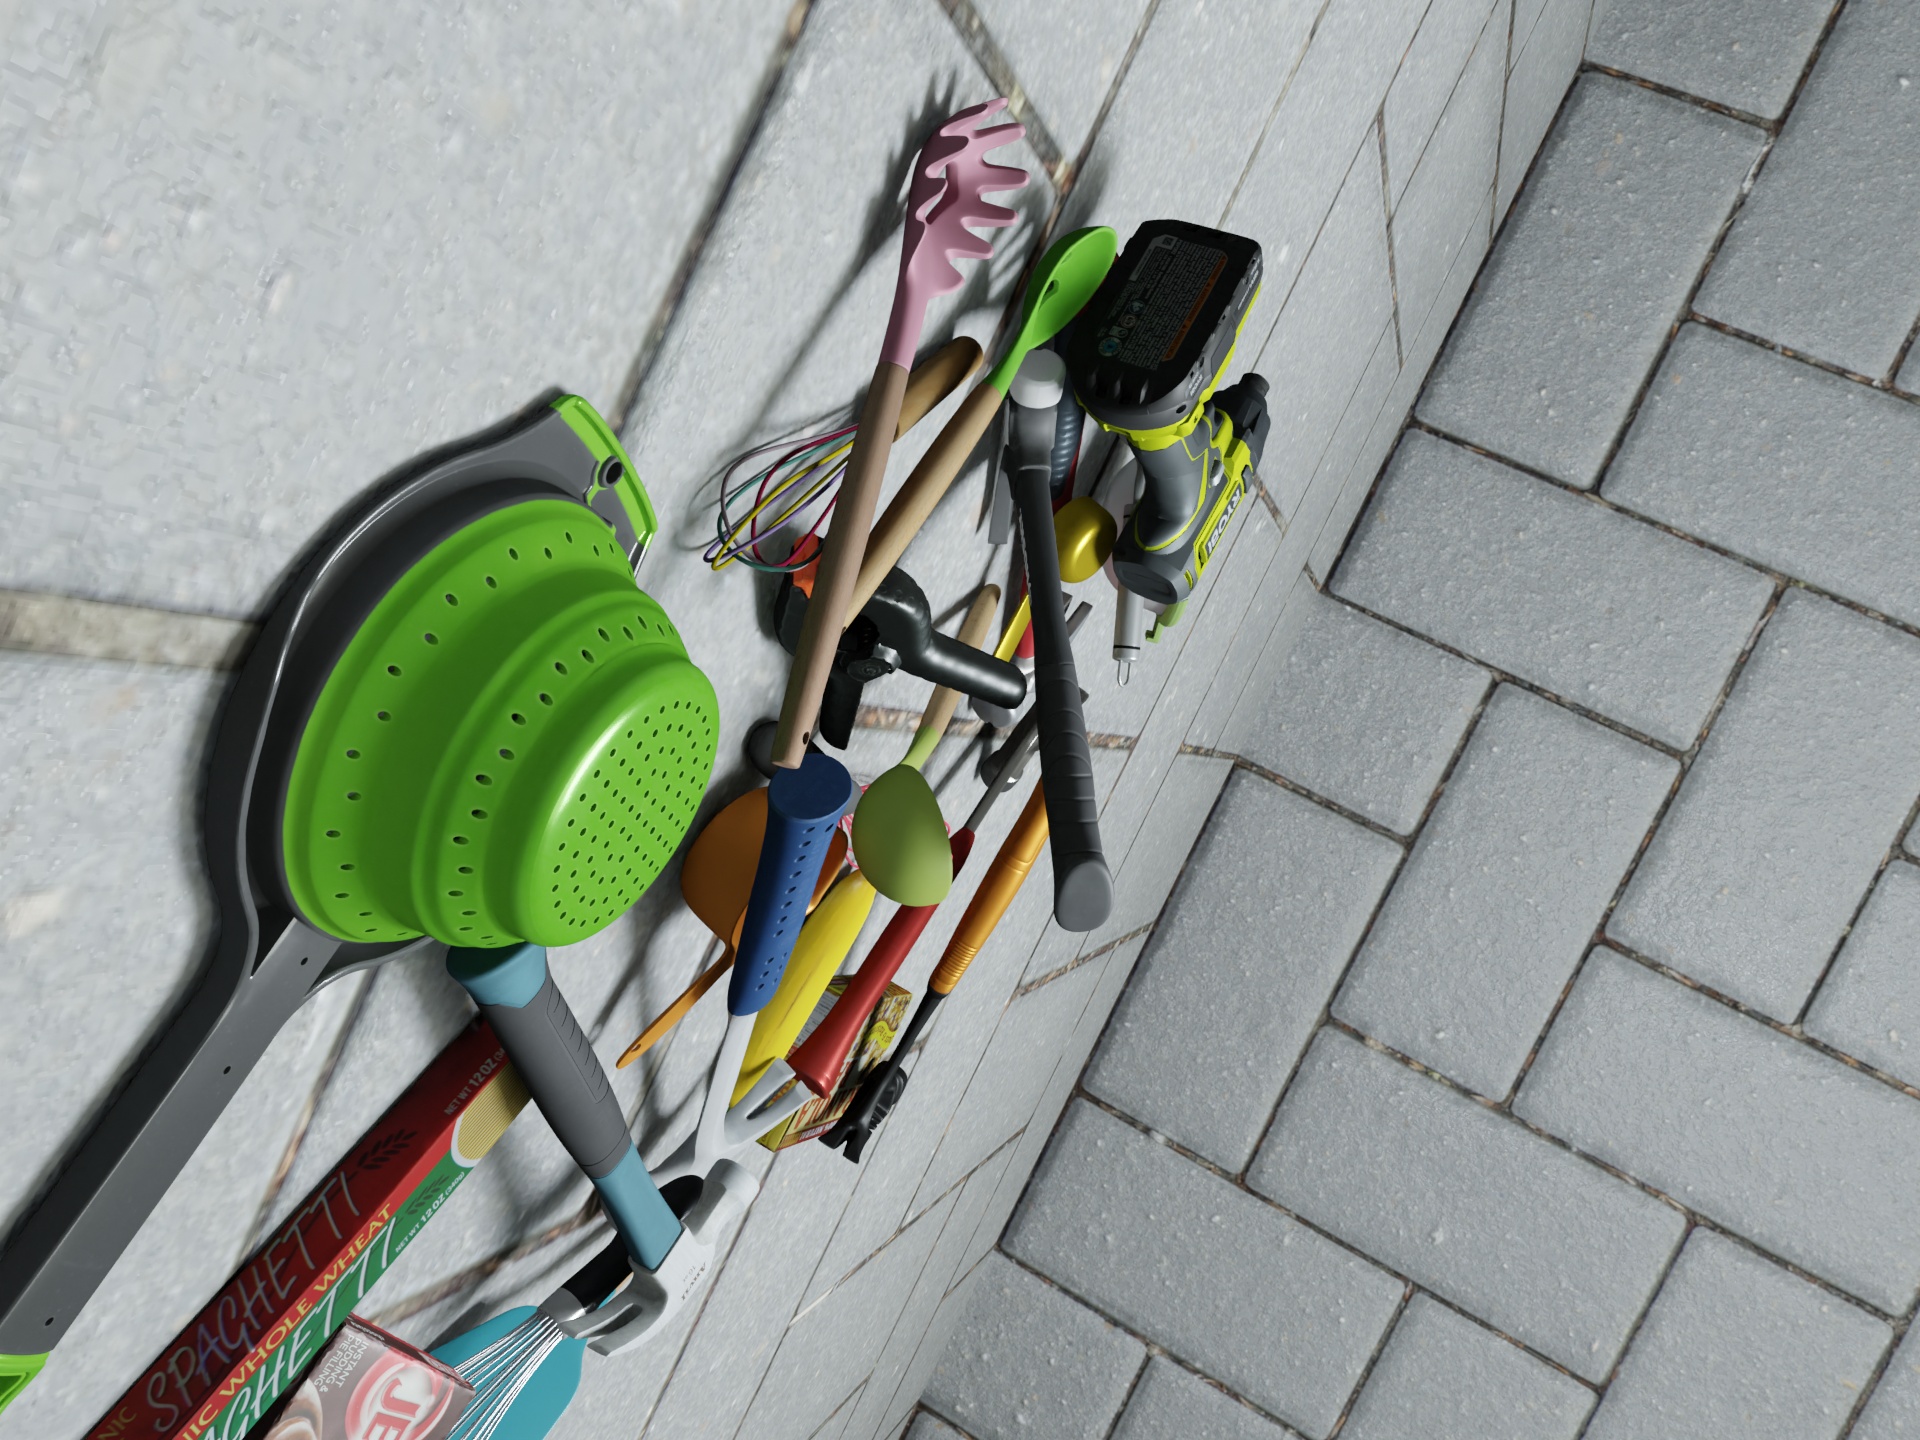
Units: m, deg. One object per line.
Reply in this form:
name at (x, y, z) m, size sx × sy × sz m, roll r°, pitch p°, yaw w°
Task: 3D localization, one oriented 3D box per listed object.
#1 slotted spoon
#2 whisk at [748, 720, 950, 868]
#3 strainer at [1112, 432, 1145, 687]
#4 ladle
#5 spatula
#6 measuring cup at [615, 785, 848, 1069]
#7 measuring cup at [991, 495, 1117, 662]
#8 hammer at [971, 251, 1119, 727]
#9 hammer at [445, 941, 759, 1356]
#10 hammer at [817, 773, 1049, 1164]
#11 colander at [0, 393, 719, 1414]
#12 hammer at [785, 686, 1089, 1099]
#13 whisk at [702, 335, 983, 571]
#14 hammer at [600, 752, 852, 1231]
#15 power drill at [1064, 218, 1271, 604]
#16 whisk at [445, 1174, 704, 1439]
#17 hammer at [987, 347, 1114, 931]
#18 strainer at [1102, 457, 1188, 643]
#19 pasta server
slotted spoon at (0.003, -0.150, 0.804) m, size 0.314 × 0.031 × 0.070 m, roll -59°, pitch 172°, yaw -30°
whisk at (-0.065, 0.053, 0.978) m, size 0.073 × 0.073 × 0.295 m, roll -61°, pitch 158°, yaw -8°
strainer at (0.120, -0.151, 1.094) m, size 0.086 × 0.050 × 0.258 m, roll 7°, pitch 87°, yaw -57°
ladle at (-0.002, -0.003, 0.961) m, size 0.320 × 0.062 × 0.078 m, roll -67°, pitch 163°, yaw -55°
spatula at (-0.214, 0.334, 0.966) m, size 0.044 × 0.082 × 0.317 m, roll -36°, pitch 180°, yaw 16°
measuring cup at (-0.138, 0.108, 0.856) m, size 0.173 × 0.052 × 0.095 m, roll -46°, pitch 161°, yaw -4°
measuring cup at (0.057, -0.076, 1.066) m, size 0.062 × 0.029 × 0.156 m, roll 1°, pitch 122°, yaw -57°
hammer at (0.070, -0.163, 1.084) m, size 0.143 × 0.038 × 0.386 m, roll -53°, pitch 161°, yaw -35°
hammer at (-0.172, 0.198, 0.757) m, size 0.128 × 0.033 × 0.330 m, roll -55°, pitch 151°, yaw -34°
hammer at (-0.002, 0.168, 1.157) m, size 0.337 × 0.034 × 0.127 m, roll -61°, pitch 173°, yaw 16°
colander at (-0.193, 0.080, 0.541) m, size 0.397 × 0.094 × 0.204 m, roll -59°, pitch 164°, yaw -15°
hammer at (-0.018, 0.117, 1.150) m, size 0.359 × 0.036 × 0.149 m, roll -55°, pitch -179°, yaw -37°
whisk at (-0.046, -0.134, 0.761) m, size 0.245 × 0.051 × 0.047 m, roll -50°, pitch 154°, yaw -46°
hammer at (-0.112, 0.153, 0.861) m, size 0.144 × 0.035 × 0.405 m, roll -31°, pitch 156°, yaw -36°
power drill at (0.141, -0.195, 0.988) m, size 0.171 × 0.080 × 0.223 m, roll -60°, pitch 156°, yaw -15°
whisk at (-0.232, 0.332, 0.828) m, size 0.284 × 0.070 × 0.070 m, roll -37°, pitch 151°, yaw -43°
hammer at (0.051, -0.039, 0.899) m, size 0.146 × 0.035 × 0.335 m, roll 99°, pitch -12°, yaw -58°
strainer at (0.147, -0.197, 1.203) m, size 0.151 × 0.069 × 0.256 m, roll 104°, pitch -6°, yaw -70°
pasta server at (-0.030, -0.130, 0.701) m, size 0.060 × 0.040 × 0.316 m, roll 37°, pitch 65°, yaw -61°
